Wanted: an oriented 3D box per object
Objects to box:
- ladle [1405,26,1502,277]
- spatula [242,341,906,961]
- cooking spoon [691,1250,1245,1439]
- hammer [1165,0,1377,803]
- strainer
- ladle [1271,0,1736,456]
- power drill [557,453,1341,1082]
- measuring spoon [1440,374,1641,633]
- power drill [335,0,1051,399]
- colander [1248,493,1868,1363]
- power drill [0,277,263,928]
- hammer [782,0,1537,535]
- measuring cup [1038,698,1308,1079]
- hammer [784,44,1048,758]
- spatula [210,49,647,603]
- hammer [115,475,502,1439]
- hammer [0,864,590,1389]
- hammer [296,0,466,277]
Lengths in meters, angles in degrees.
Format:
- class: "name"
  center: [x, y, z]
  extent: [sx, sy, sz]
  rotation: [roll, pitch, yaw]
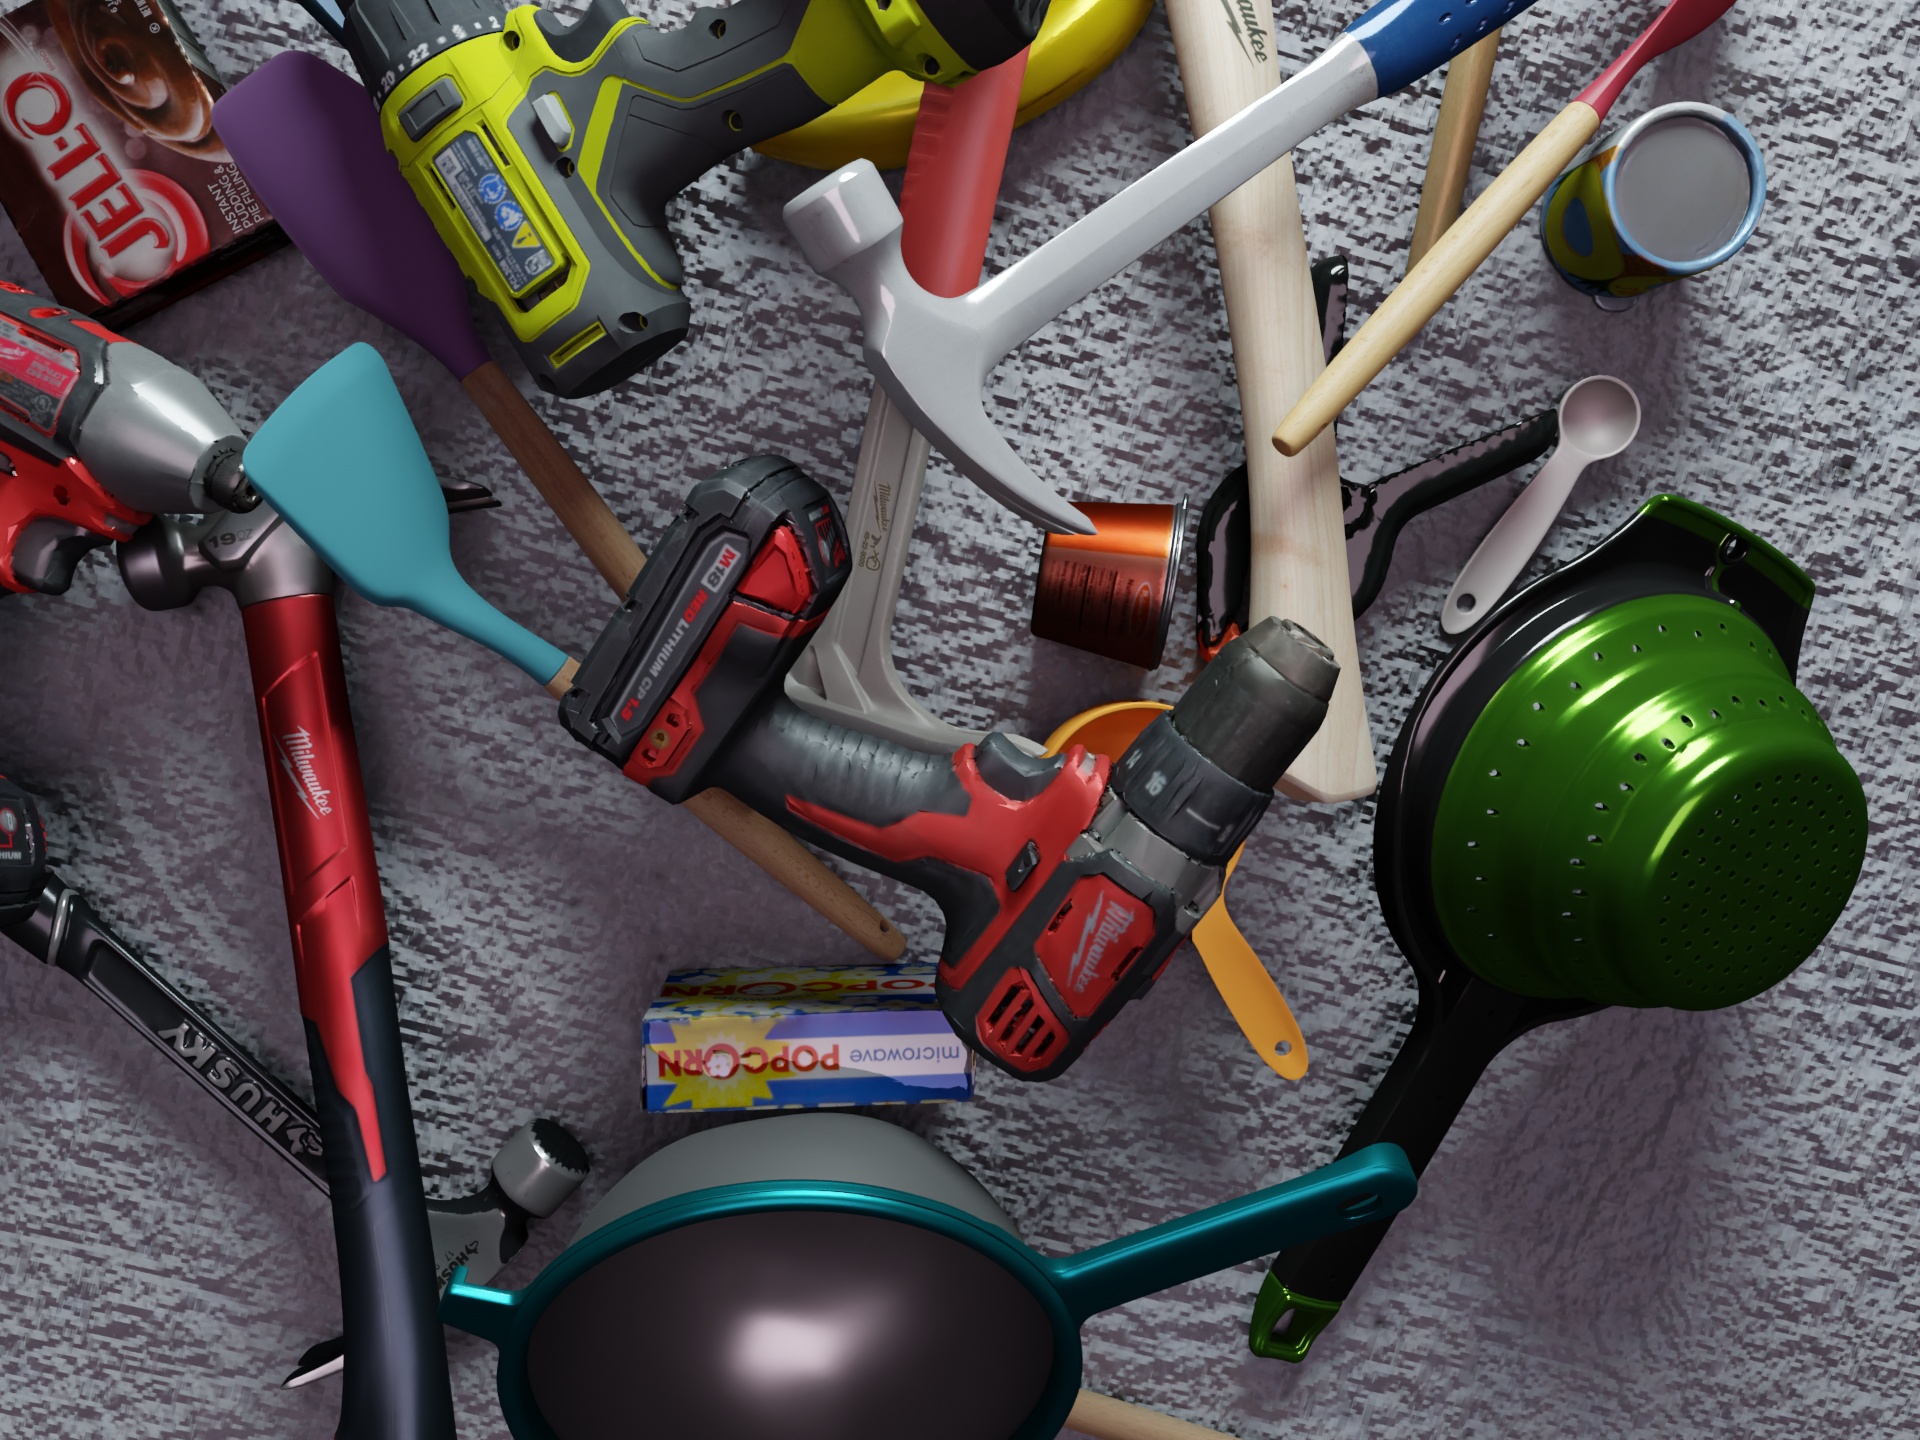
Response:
- class: "ladle"
  center: [0.223, -0.322, 0.628]
  extent: [0.078, 0.062, 0.320]
  rotation: [9, 98, -20]
- class: "spatula"
  center: [-0.131, -0.006, 0.612]
  extent: [0.317, 0.082, 0.044]
  rotation: [42, 131, -20]
- class: "cooking spoon"
  center: [0.006, 0.284, 0.687]
  extent: [0.319, 0.017, 0.069]
  rotation: [18, 94, -4]
- class: "hammer"
  center: [0.124, -0.174, 0.609]
  extent: [0.146, 0.038, 0.410]
  rotation: [-9, 93, -14]
- class: "strainer"
  center: [-0.004, 0.196, 0.603]
  extent: [0.340, 0.095, 0.210]
  rotation: [-21, 122, 7]
- class: "ladle"
  center: [0.220, -0.213, 0.604]
  extent: [0.031, 0.069, 0.315]
  rotation: [39, 79, 16]
- class: "power drill"
  center: [-0.001, -0.002, 0.554]
  extent: [0.226, 0.080, 0.188]
  rotation: [36, 106, -2]
- class: "measuring spoon"
  center: [0.240, -0.090, 0.672]
  extent: [0.034, 0.018, 0.124]
  rotation: [33, 99, -6]
- class: "power drill"
  center: [-0.104, -0.245, 0.538]
  extent: [0.228, 0.080, 0.190]
  rotation: [-28, 98, 21]
- class: "colander"
  center: [0.234, 0.114, 0.624]
  extent: [0.204, 0.095, 0.397]
  rotation: [21, 102, -27]
- class: "power drill"
  center: [-0.349, -0.041, 0.571]
  extent: [0.143, 0.078, 0.220]
  rotation: [25, 87, 8]
- class: "hammer"
  center: [0.136, -0.222, 0.568]
  extent: [0.405, 0.035, 0.144]
  rotation: [-37, 109, -14]
- class: "measuring cup"
  center: [0.092, 0.070, 0.657]
  extent: [0.095, 0.052, 0.173]
  rotation: [-32, 98, 0]
- class: "hammer"
  center: [-0.001, -0.165, 0.586]
  extent: [0.149, 0.036, 0.359]
  rotation: [18, 105, 17]
- class: "spatula"
  center: [-0.166, -0.113, 0.605]
  extent: [0.060, 0.018, 0.316]
  rotation: [-35, 98, 1]
- class: "hammer"
  center: [-0.221, 0.097, 0.612]
  extent: [0.143, 0.038, 0.386]
  rotation: [-11, 84, -4]
- class: "hammer"
  center: [-0.350, 0.101, 0.642]
  extent: [0.409, 0.036, 0.149]
  rotation: [43, 92, -5]
- class: "hammer"
  center: [-0.259, -0.299, 0.586]
  extent: [0.128, 0.033, 0.330]
  rotation: [-44, 106, 7]
